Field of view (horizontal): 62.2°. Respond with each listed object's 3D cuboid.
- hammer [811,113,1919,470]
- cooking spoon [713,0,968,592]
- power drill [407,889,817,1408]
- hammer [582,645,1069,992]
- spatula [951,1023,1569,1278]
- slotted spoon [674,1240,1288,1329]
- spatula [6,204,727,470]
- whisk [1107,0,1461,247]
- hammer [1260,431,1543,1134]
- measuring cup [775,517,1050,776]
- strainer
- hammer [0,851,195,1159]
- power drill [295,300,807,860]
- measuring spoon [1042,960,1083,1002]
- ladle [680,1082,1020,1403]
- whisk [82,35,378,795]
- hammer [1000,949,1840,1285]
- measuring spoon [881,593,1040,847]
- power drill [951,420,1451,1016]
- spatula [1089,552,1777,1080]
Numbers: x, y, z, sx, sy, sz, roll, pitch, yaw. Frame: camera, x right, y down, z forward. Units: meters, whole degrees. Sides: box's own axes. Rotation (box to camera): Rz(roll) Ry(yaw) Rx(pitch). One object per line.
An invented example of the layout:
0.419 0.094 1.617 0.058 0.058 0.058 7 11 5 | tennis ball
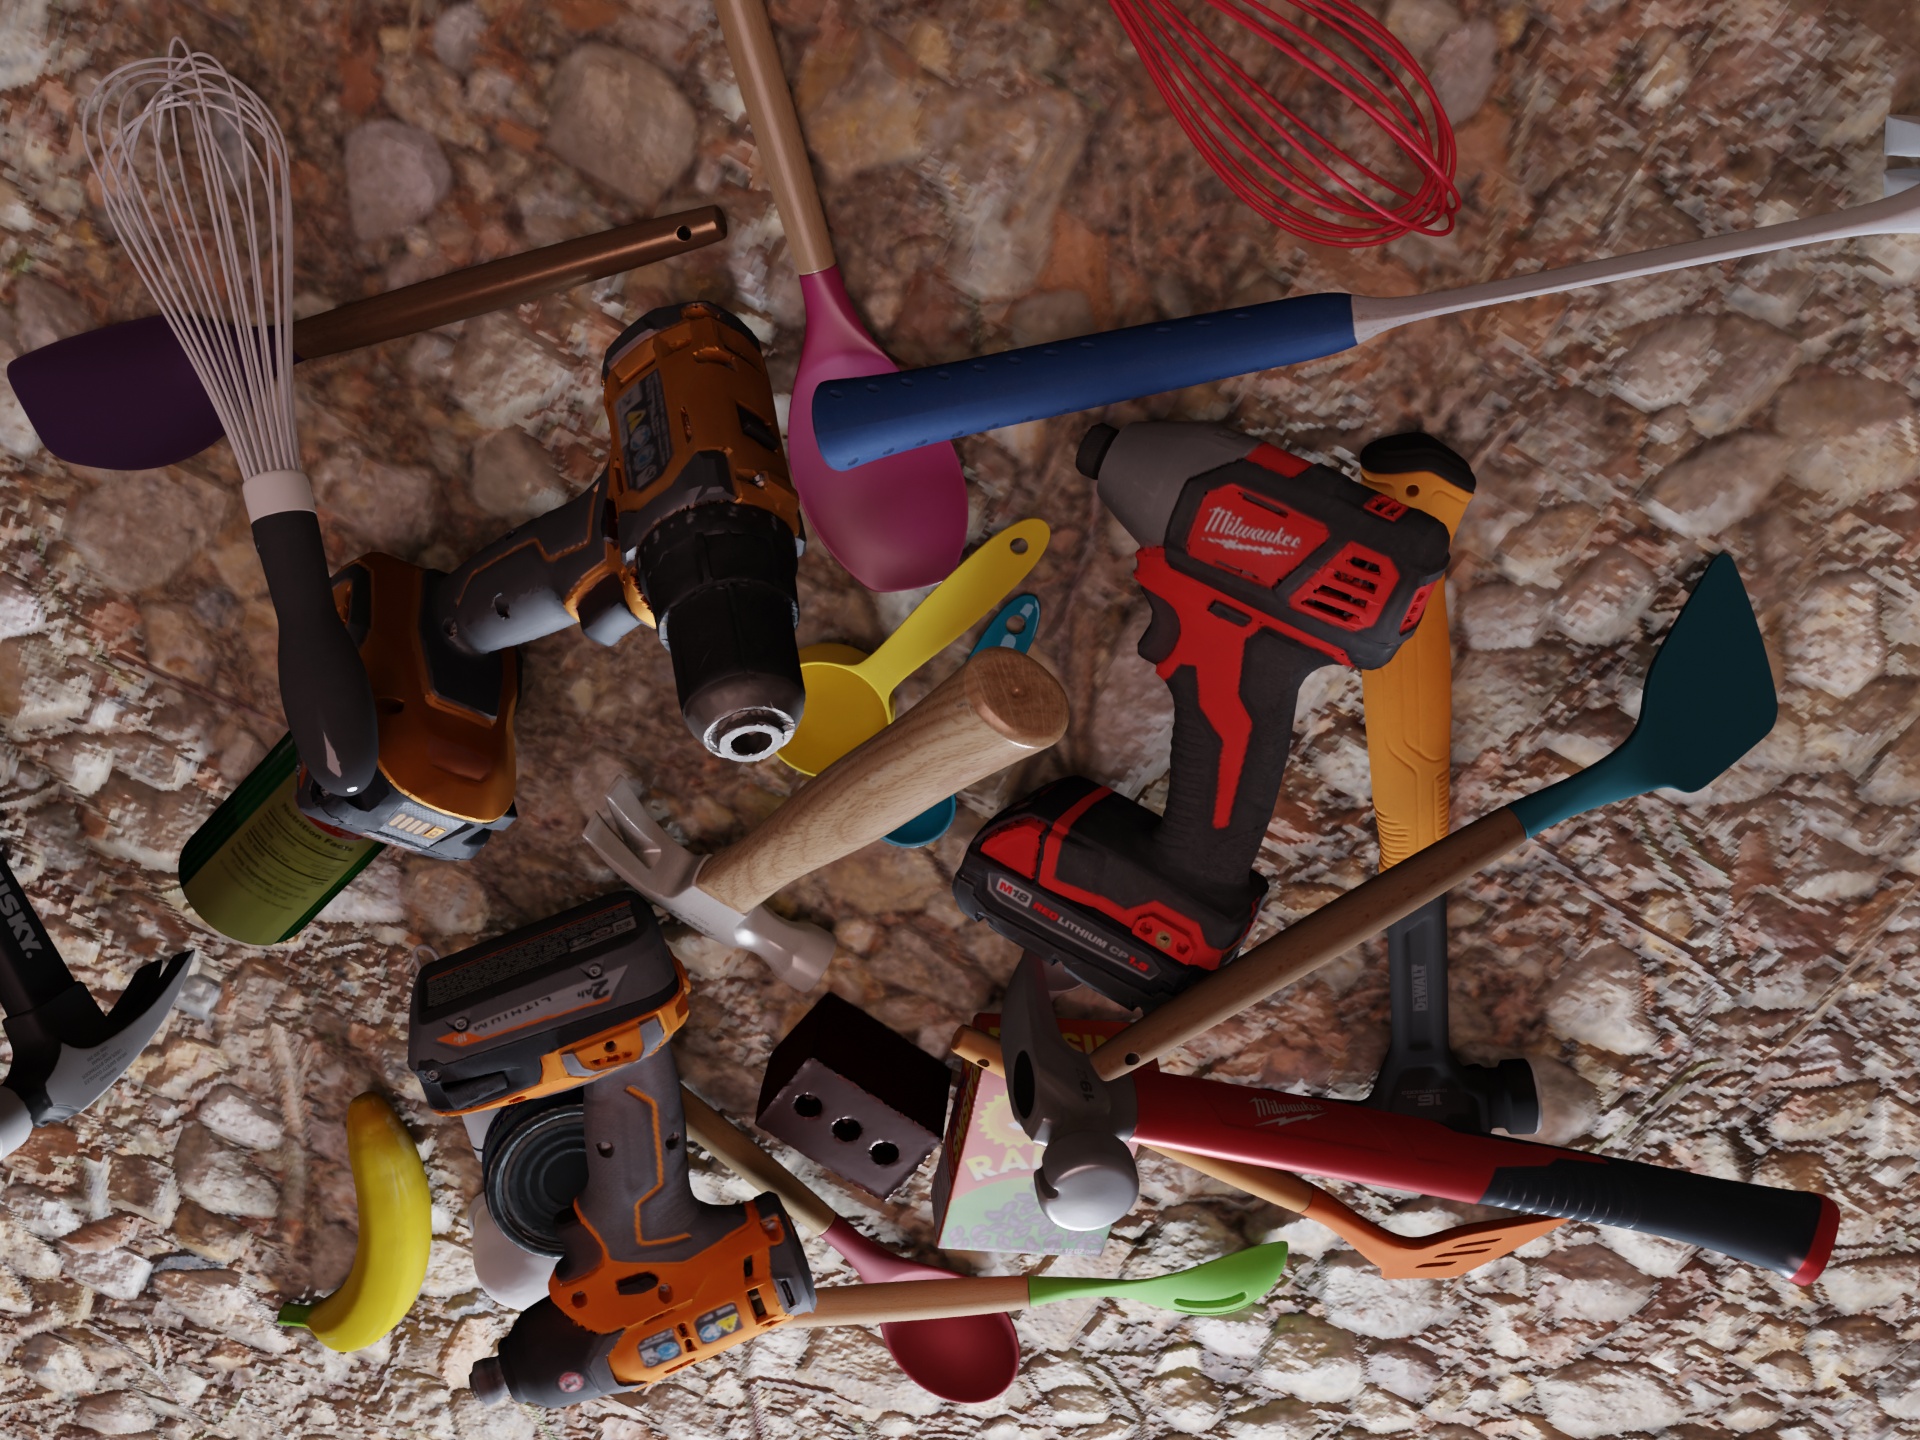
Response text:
0.145 -0.139 0.541 0.405 0.144 0.035 -8 115 17 | hammer
-0.060 -0.193 0.589 0.069 0.017 0.318 -9 116 16 | cooking spoon
-0.175 0.210 0.734 0.164 0.084 0.226 -21 109 -12 | power drill
-0.055 0.038 0.599 0.130 0.031 0.331 32 152 -14 | hammer
0.137 0.202 0.730 0.322 0.041 0.081 28 131 -15 | spatula
0.009 0.289 0.798 0.314 0.031 0.070 -5 152 3 | slotted spoon
-0.239 -0.154 0.630 0.316 0.018 0.059 -12 116 14 | spatula
0.050 -0.255 0.525 0.295 0.073 0.073 37 115 -7 | whisk
0.183 0.044 0.676 0.127 0.034 0.336 -5 116 8 | hammer
-0.021 -0.036 0.660 0.156 0.029 0.062 -40 108 22 | measuring cup
-0.241 0.226 0.818 0.087 0.050 0.258 0 115 23 | strainer
-0.458 0.018 0.703 0.035 0.146 0.334 -18 102 15 | hammer
-0.150 -0.029 0.597 0.226 0.186 0.084 -32 144 23 | power drill
0.026 0.141 0.757 0.034 0.018 0.124 17 125 -17 | measuring spoon
-0.089 0.244 0.815 0.315 0.031 0.069 43 103 -13 | ladle
-0.254 -0.110 0.575 0.070 0.070 0.285 -17 85 14 | whisk
0.203 0.177 0.681 0.386 0.143 0.038 14 119 -15 | hammer
-0.001 -0.002 0.686 0.042 0.021 0.128 29 108 -9 | measuring spoon
0.083 -0.006 0.625 0.143 0.078 0.219 28 116 17 | power drill
0.186 0.050 0.613 0.317 0.044 0.082 -30 113 -1 | spatula
